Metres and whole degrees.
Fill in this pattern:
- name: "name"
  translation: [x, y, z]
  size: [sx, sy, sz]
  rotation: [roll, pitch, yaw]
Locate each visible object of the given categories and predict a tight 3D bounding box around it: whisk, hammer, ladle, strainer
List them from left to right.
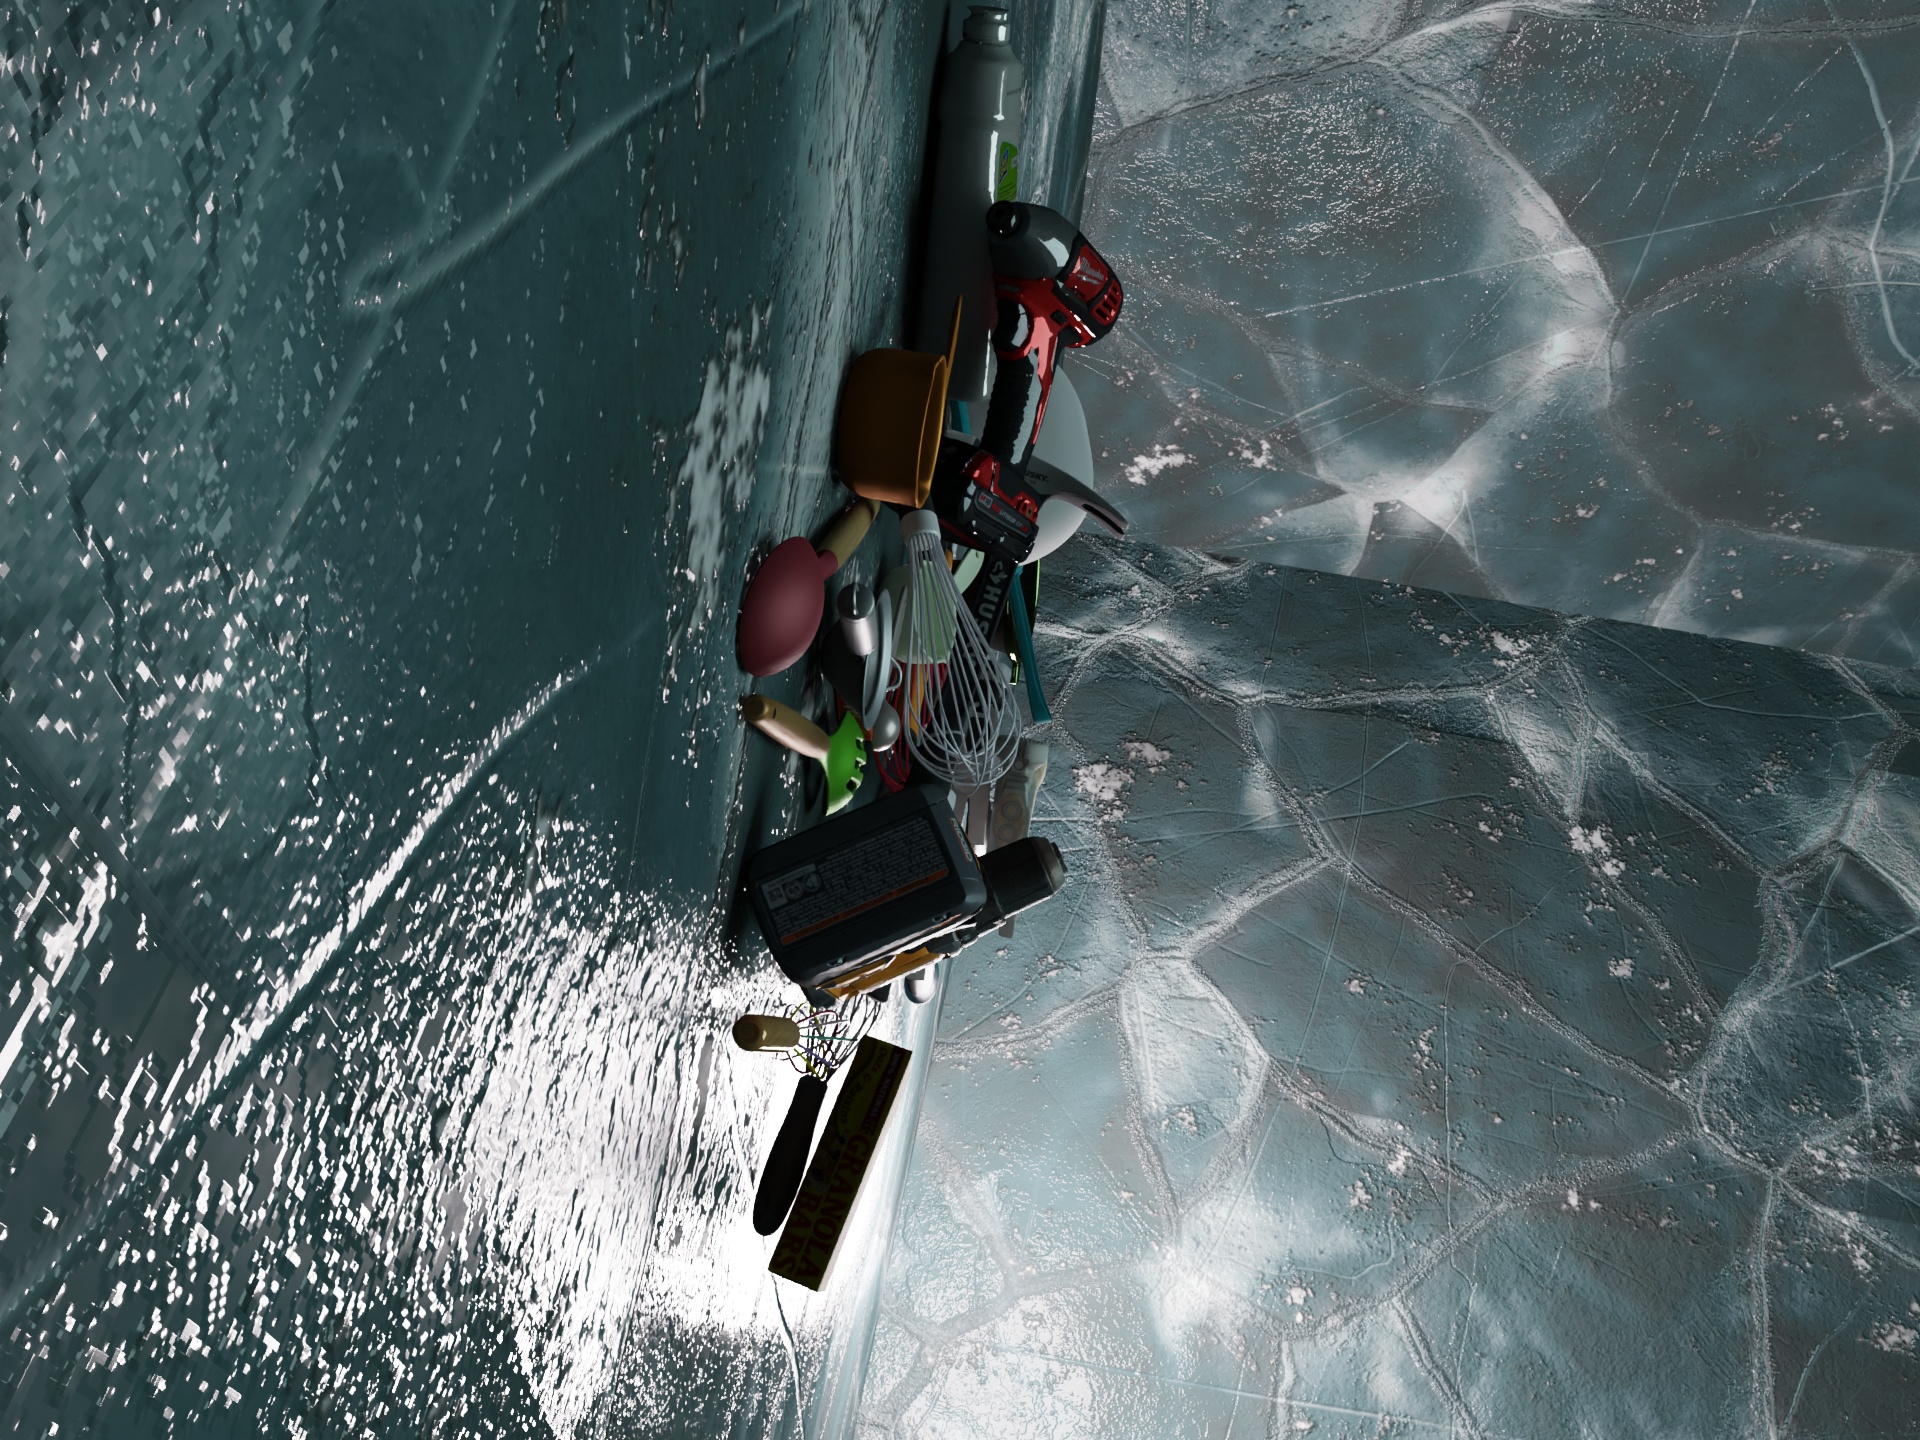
- name: "whisk"
  translation: [-0.105, 0.202, 1.001]
  size: [0.245, 0.051, 0.047]
  rotation: [67, 38, -77]
- name: "whisk"
  translation: [-0.103, 0.265, 1.149]
  size: [0.239, 0.055, 0.055]
  rotation: [-71, 171, -45]
- name: "ladle"
  translation: [-0.071, -0.091, 0.874]
  size: [0.315, 0.031, 0.069]
  rotation: [-74, 176, -71]
- name: "strainer"
  translation: [-0.058, -0.047, 0.896]
  size: [0.258, 0.050, 0.087]
  rotation: [106, -8, -82]
- name: "hammer"
  translation: [-0.031, 0.165, 1.246]
  size: [0.330, 0.033, 0.128]
  rotation: [92, 9, -67]
- name: "whisk"
  translation: [-0.027, -0.085, 1.279]
  size: [0.073, 0.073, 0.296]
  rotation: [58, 37, -84]
- name: "whisk"
  translation: [-0.018, -0.087, 0.946]
  size: [0.070, 0.070, 0.285]
  rotation: [92, -12, -63]
- name: "hammer"
  translation: [-0.021, -0.125, 1.418]
  size: [0.127, 0.034, 0.337]
  rotation: [95, 6, -58]
- name: "hammer"
  translation: [-0.002, -0.004, 1.108]
  size: [0.036, 0.149, 0.409]
  rotation: [103, 5, -74]
- name: "hammer"
  translation: [0.016, 0.084, 1.386]
  size: [0.334, 0.035, 0.146]
  rotation: [88, 12, -66]
- name: "strainer"
  translation: [0.041, -0.171, 1.563]
  size: [0.151, 0.069, 0.257]
  rotation: [83, 15, -47]
- name: "hammer"
  translation: [0.049, 0.073, 1.336]
  size: [0.410, 0.038, 0.146]
  rotation: [-37, 136, -84]
- name: "strainer"
  translation: [0.072, -0.170, 1.330]
  size: [0.211, 0.095, 0.340]
  rotation: [31, 48, -74]

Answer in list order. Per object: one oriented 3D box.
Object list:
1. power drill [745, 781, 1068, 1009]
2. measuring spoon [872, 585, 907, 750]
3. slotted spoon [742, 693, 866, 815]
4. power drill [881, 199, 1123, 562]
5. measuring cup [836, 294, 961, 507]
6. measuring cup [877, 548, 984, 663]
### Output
- name: "power drill"
  translation: [-0.024, 0.103, 0.937]
  size: [0.226, 0.185, 0.084]
  rotation: [78, -11, -74]
- name: "measuring spoon"
  translation: [-0.042, -0.036, 1.084]
  size: [0.034, 0.018, 0.124]
  rotation: [89, 9, -67]
- name: "slotted spoon"
  translation: [-0.086, 0.014, 0.912]
  size: [0.313, 0.031, 0.070]
  rotation: [59, 41, -82]
- name: "power drill"
  translation: [0.028, -0.229, 1.055]
  size: [0.143, 0.079, 0.220]
  rotation: [25, 86, -59]
- name: "measuring cup"
  translation: [-0.034, -0.201, 0.939]
  size: [0.095, 0.052, 0.174]
  rotation: [95, 5, -50]
- name: "measuring cup"
  translation: [-0.021, -0.101, 1.226]
  size: [0.168, 0.038, 0.083]
  rotation: [-57, 138, -56]
